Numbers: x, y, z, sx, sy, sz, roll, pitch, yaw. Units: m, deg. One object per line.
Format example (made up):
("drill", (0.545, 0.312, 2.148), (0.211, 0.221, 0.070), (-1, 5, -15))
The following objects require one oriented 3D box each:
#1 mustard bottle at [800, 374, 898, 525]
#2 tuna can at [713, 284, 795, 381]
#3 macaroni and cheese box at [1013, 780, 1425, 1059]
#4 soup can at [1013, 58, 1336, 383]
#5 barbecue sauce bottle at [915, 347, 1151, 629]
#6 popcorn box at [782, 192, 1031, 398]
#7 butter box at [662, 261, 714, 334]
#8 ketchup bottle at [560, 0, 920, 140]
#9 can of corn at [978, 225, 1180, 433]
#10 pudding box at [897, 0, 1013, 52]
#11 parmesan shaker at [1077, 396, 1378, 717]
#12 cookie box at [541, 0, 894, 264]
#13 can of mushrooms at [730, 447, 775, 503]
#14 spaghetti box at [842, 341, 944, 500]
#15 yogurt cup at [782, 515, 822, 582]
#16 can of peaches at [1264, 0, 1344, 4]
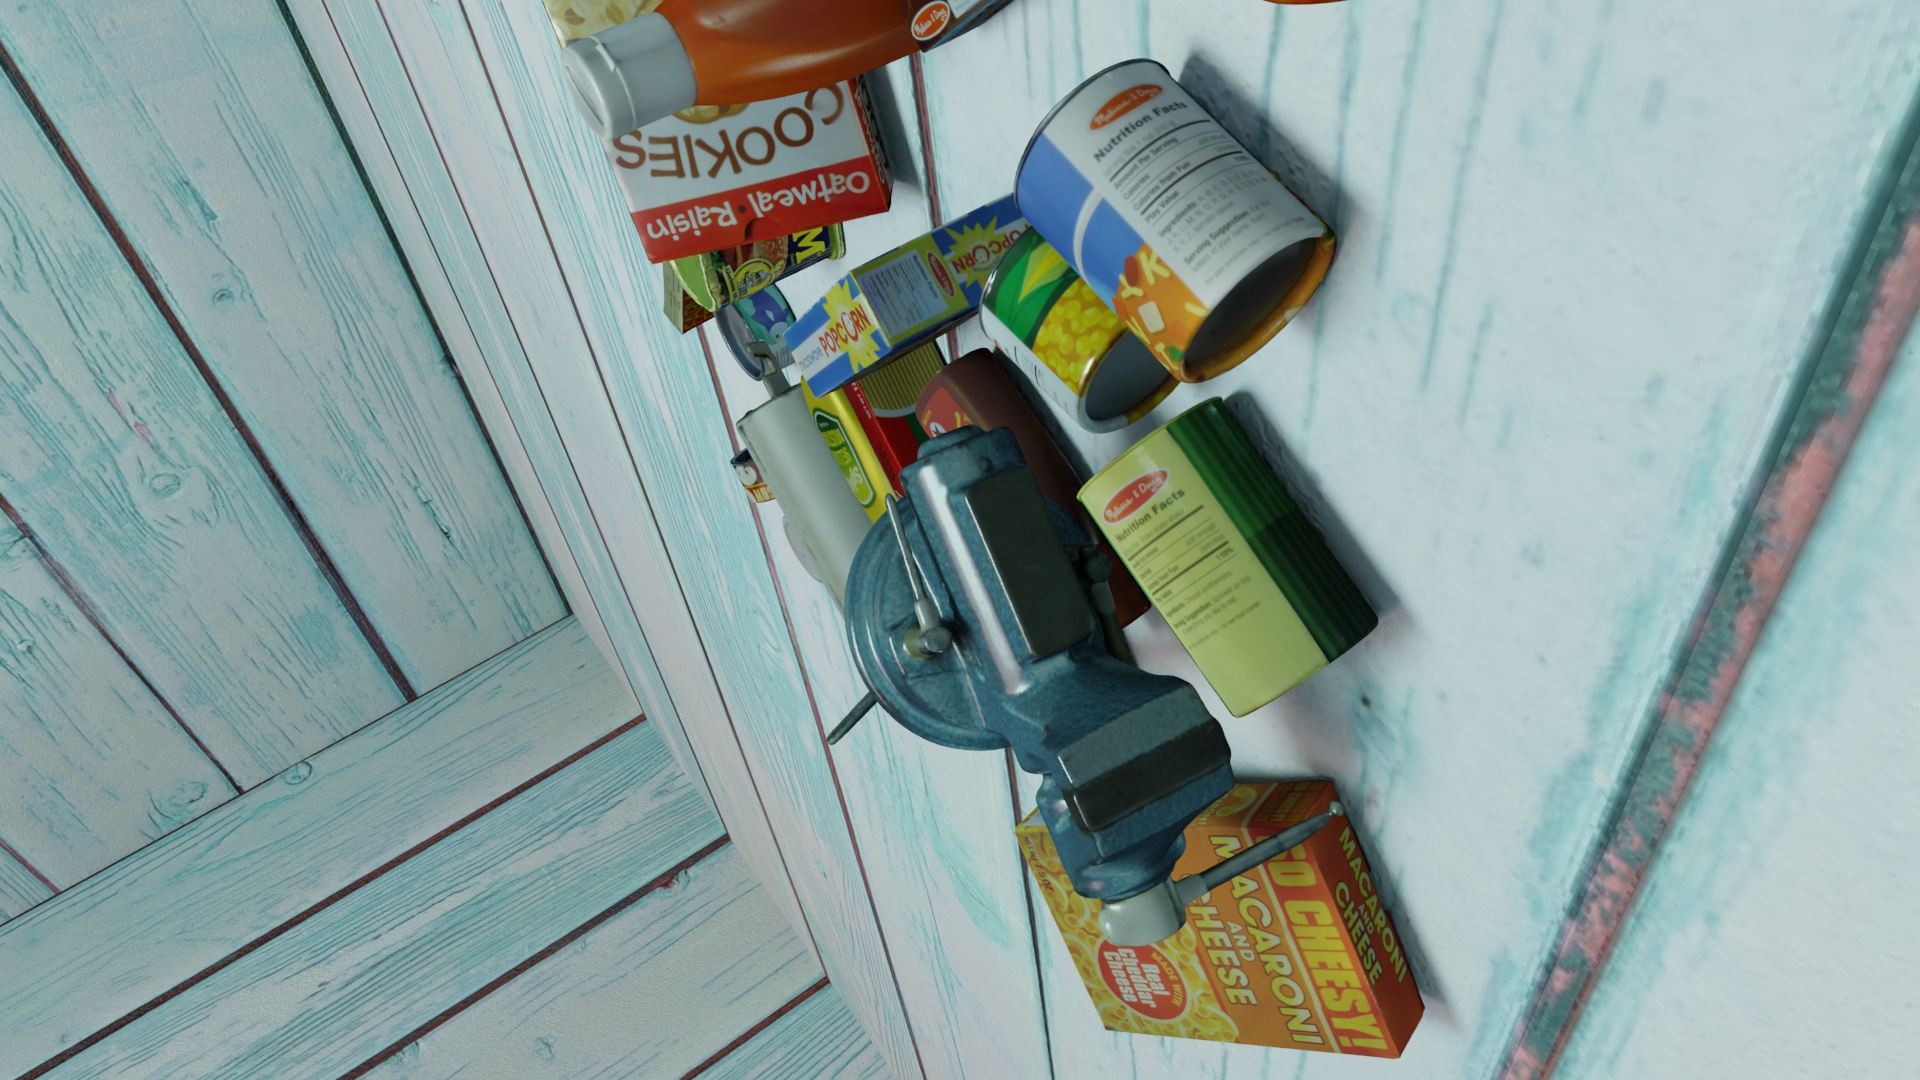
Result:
("mustard bottle", (-0.039, -0.037, 0.819), (0.160, 0.049, 0.065), (63, 161, -8))
("tuna can", (-0.137, -0.145, 0.928), (0.071, 0.033, 0.070), (48, 157, 28))
("macaroni and cheese box", (0.119, 0.177, 0.661), (0.166, 0.040, 0.123), (-13, 106, 44))
("soup can", (0.068, -0.101, 0.448), (0.084, 0.071, 0.071), (51, 159, 21))
("barbecue sauce bottle", (0.036, -0.019, 0.673), (0.148, 0.044, 0.064), (56, 159, 10))
("popcorn box", (-0.024, -0.108, 0.629), (0.038, 0.085, 0.126), (63, 160, -6))
("butter box", (-0.172, -0.181, 0.933), (0.024, 0.053, 0.103), (53, 160, 9))
("ketchup bottle", (-0.079, -0.200, 0.538), (0.065, 0.149, 0.043), (57, 158, 8))
("can of corn", (0.052, -0.084, 0.515), (0.058, 0.071, 0.070), (48, 157, 27))
("pudding box", (0.001, -0.214, 0.500), (0.049, 0.030, 0.083), (63, 160, -13))
("parmesan shaker", (0.098, 0.008, 0.523), (0.103, 0.071, 0.071), (56, 160, 8))
("cookie box", (-0.112, -0.220, 0.633), (0.040, 0.123, 0.166), (-83, -21, -56))
("can of mushrooms", (-0.125, -0.055, 0.974), (0.071, 0.071, 0.033), (14, 131, 63))
("spaghetti box", (0.003, -0.009, 0.757), (0.249, 0.050, 0.028), (64, 161, -12))
("yogurt cup", (-0.089, -0.006, 0.977), (0.072, 0.054, 0.072), (48, 158, 27))
("can of peaches", (0.092, -0.157, 0.306), (0.071, 0.071, 0.057), (32, 147, 52))
